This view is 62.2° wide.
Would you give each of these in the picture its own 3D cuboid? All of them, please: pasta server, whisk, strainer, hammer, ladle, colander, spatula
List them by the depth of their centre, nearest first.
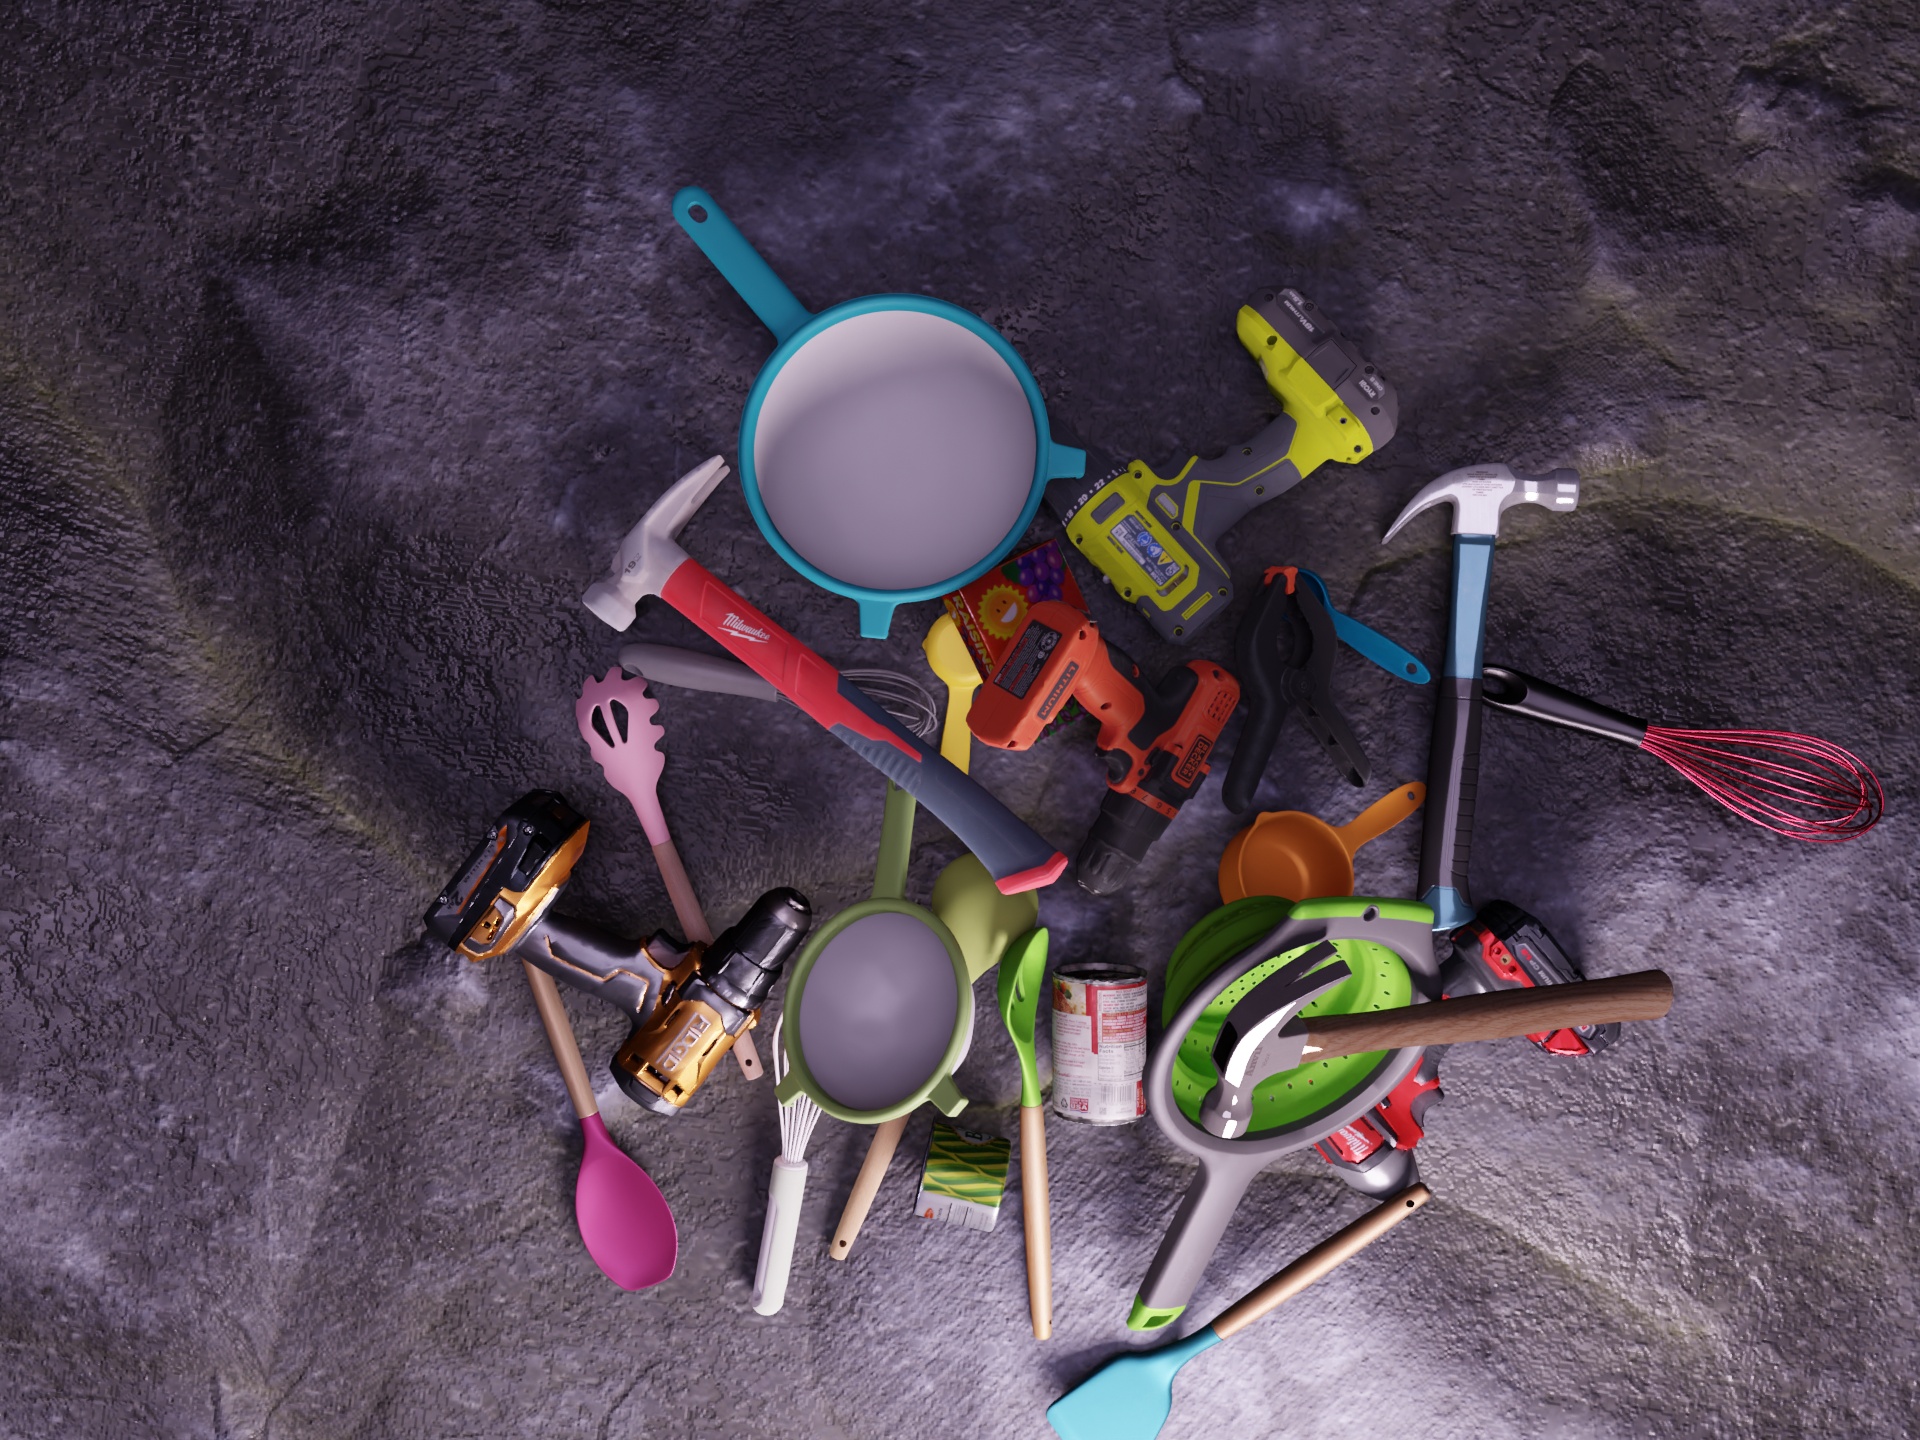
[{"bbox_3d":[0.312,0.187,1.003,0.331,0.031,0.130,-3,124,-20],"label":"hammer"},{"bbox_3d":[0.177,0.251,1.074,0.204,0.095,0.396,5,121,-24],"label":"colander"},{"bbox_3d":[-0.076,-0.024,1.094,0.386,0.038,0.143,38,85,13],"label":"hammer"},{"bbox_3d":[-0.038,0.151,1.101,0.151,0.069,0.256,-6,68,32],"label":"strainer"},{"bbox_3d":[0.351,-0.015,1.114,0.128,0.033,0.331,5,89,14],"label":"hammer"},{"bbox_3d":[-0.084,-0.230,1.115,0.211,0.095,0.340,-40,84,0],"label":"strainer"},{"bbox_3d":[0.498,0.016,1.119,0.296,0.073,0.073,19,92,8],"label":"whisk"},{"bbox_3d":[0.203,0.424,1.123,0.317,0.044,0.082,-41,92,14],"label":"spatula"},{"bbox_3d":[-0.132,-0.025,1.141,0.239,0.055,0.055,11,91,5],"label":"whisk"},{"bbox_3d":[-0.122,0.312,1.148,0.059,0.058,0.246,7,96,-29],"label":"whisk"},{"bbox_3d":[-0.029,0.244,1.151,0.078,0.062,0.320,22,98,-2],"label":"ladle"},{"bbox_3d":[-0.206,0.113,1.157,0.060,0.040,0.316,-21,94,2],"label":"pasta server"}]

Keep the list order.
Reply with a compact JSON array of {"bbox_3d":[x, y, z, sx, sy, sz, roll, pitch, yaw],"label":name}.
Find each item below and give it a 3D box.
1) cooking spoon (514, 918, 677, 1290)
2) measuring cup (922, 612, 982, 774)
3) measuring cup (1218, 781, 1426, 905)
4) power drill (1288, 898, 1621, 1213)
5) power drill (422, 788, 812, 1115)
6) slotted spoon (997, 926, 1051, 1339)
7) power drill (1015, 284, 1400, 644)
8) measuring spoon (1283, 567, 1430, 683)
[{"bbox_3d":[-0.280,0.264,1.164,0.069,0.017,0.319,-19,91,4],"label":"cooking spoon"},{"bbox_3d":[-0.002,-0.004,1.144,0.062,0.029,0.156,5,89,2],"label":"measuring cup"},{"bbox_3d":[0.259,0.092,1.135,0.173,0.052,0.095,-29,84,-23],"label":"measuring cup"},{"bbox_3d":[0.339,0.239,1.118,0.219,0.078,0.143,-38,89,5],"label":"power drill"},{"bbox_3d":[-0.231,0.143,1.107,0.226,0.084,0.185,39,101,-5],"label":"power drill"},{"bbox_3d":[0.050,0.296,1.128,0.031,0.070,0.313,1,102,23],"label":"slotted spoon"},{"bbox_3d":[0.169,-0.192,1.113,0.228,0.080,0.190,-41,82,5],"label":"power drill"},{"bbox_3d":[0.278,-0.066,1.121,0.129,0.021,0.042,37,129,20],"label":"measuring spoon"}]
